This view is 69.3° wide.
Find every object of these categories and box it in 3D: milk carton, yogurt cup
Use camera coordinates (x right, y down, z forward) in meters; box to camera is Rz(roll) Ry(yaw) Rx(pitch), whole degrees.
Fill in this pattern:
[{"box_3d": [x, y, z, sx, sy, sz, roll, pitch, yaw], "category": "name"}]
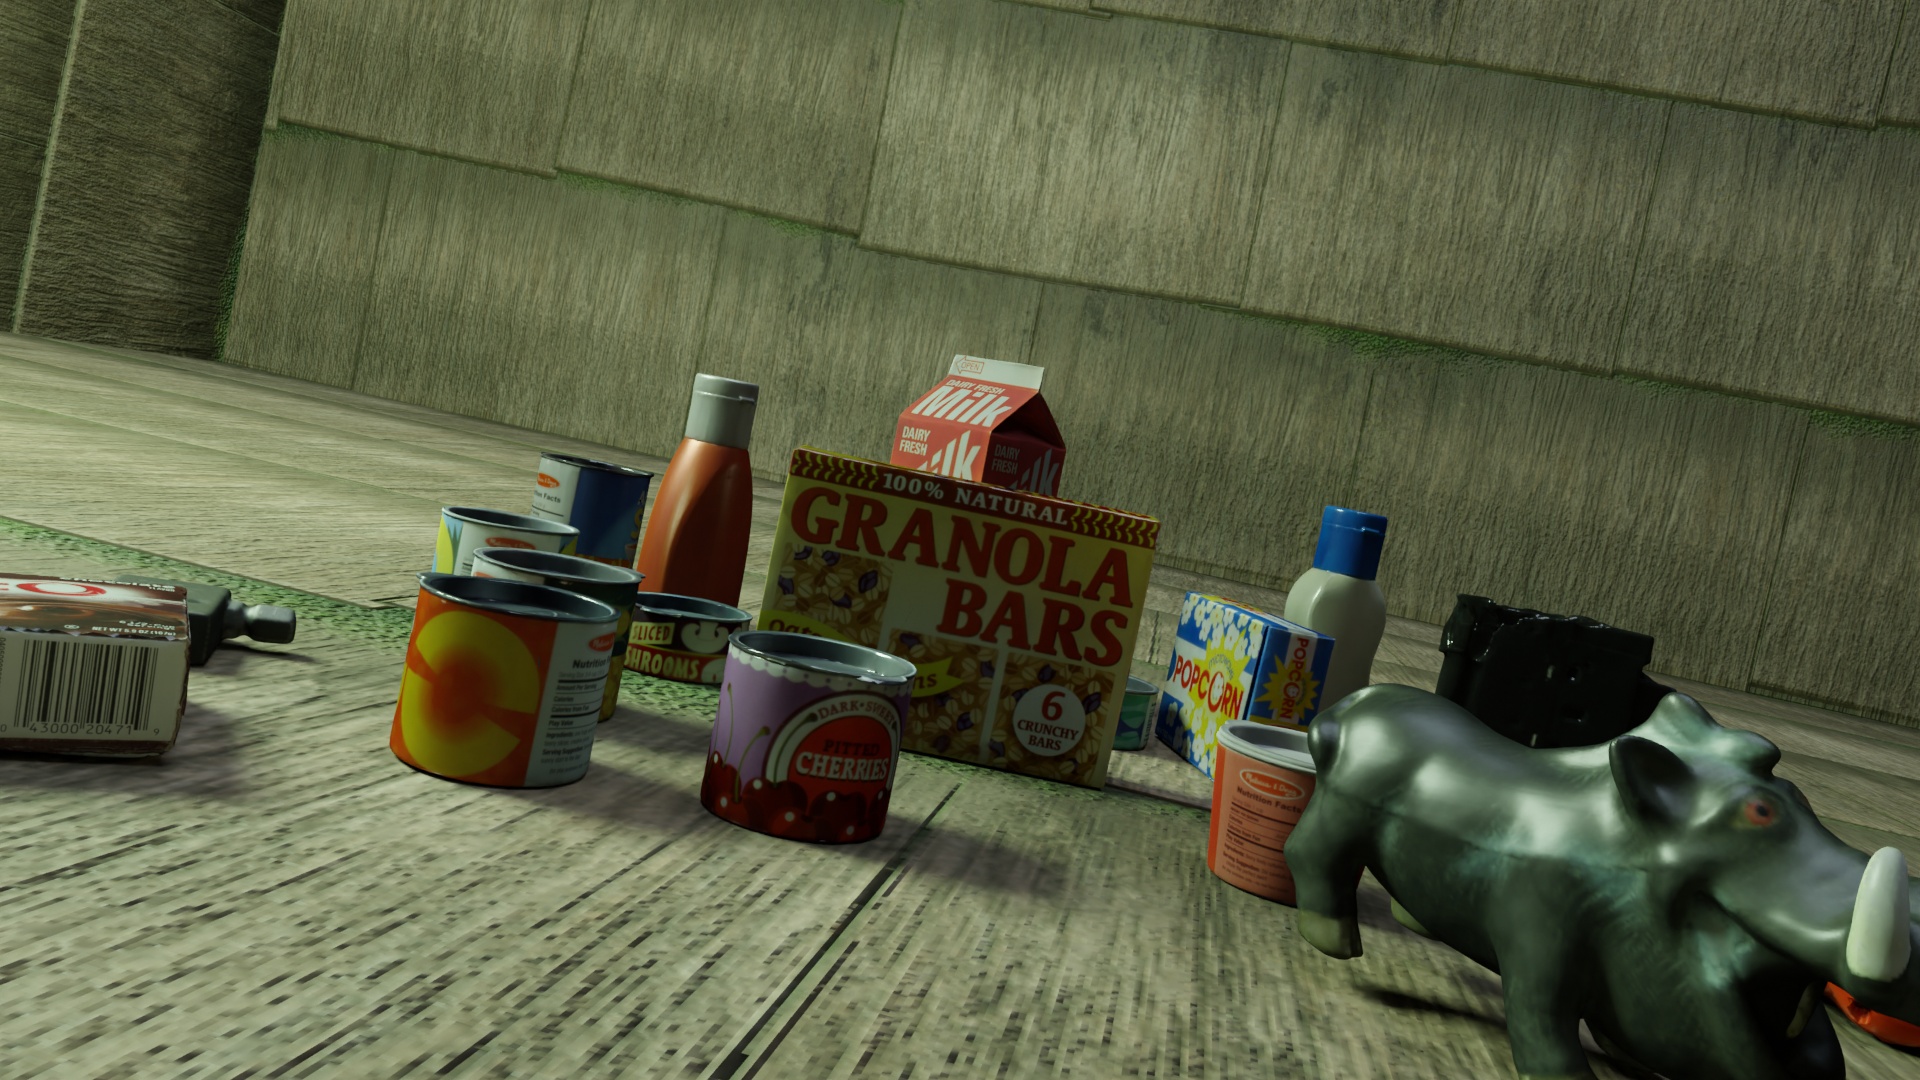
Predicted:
[{"box_3d": [0.003, -0.010, 0.799, 0.072, 0.190, 0.073, 14, 4, 40], "category": "milk carton"}, {"box_3d": [0.125, 0.103, 0.521, 0.072, 0.054, 0.072, 12, 3, -1], "category": "yogurt cup"}]

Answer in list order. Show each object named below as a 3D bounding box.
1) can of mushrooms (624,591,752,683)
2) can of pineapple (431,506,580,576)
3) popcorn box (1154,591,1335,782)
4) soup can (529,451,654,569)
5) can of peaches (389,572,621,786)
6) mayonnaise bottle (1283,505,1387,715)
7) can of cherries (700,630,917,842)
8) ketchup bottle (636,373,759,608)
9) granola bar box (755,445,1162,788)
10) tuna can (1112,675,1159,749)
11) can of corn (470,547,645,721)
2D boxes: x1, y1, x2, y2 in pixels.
[{"box_3d": [-0.140, 0.048, 0.690, 0.071, 0.033, 0.071, 12, 4, -1], "category": "can of mushrooms"}, {"box_3d": [-0.228, 0.017, 0.689, 0.071, 0.058, 0.071, 12, 3, -1], "category": "can of pineapple"}, {"box_3d": [0.145, 0.078, 0.724, 0.038, 0.085, 0.127, 11, 3, -10], "category": "popcorn box"}, {"box_3d": [-0.225, -0.006, 0.840, 0.071, 0.083, 0.071, 12, 3, -1], "category": "soup can"}, {"box_3d": [-0.156, 0.046, 0.471, 0.071, 0.058, 0.071, 12, 3, -1], "category": "can of peaches"}, {"box_3d": [0.216, 0.055, 0.811, 0.065, 0.148, 0.041, 11, 3, -17], "category": "mayonnaise bottle"}, {"box_3d": [-0.052, 0.067, 0.480, 0.071, 0.058, 0.071, 12, 3, -1], "category": "can of cherries"}, {"box_3d": [-0.146, -0.019, 0.790, 0.043, 0.148, 0.065, 14, 4, 37], "category": "ketchup bottle"}, {"box_3d": [-0.005, 0.033, 0.629, 0.166, 0.124, 0.039, 12, 3, -1], "category": "granola bar box"}, {"box_3d": [0.069, 0.088, 0.747, 0.071, 0.033, 0.071, 12, 4, -1], "category": "tuna can"}, {"box_3d": [-0.166, 0.038, 0.563, 0.071, 0.058, 0.071, 12, 3, -1], "category": "can of corn"}]
